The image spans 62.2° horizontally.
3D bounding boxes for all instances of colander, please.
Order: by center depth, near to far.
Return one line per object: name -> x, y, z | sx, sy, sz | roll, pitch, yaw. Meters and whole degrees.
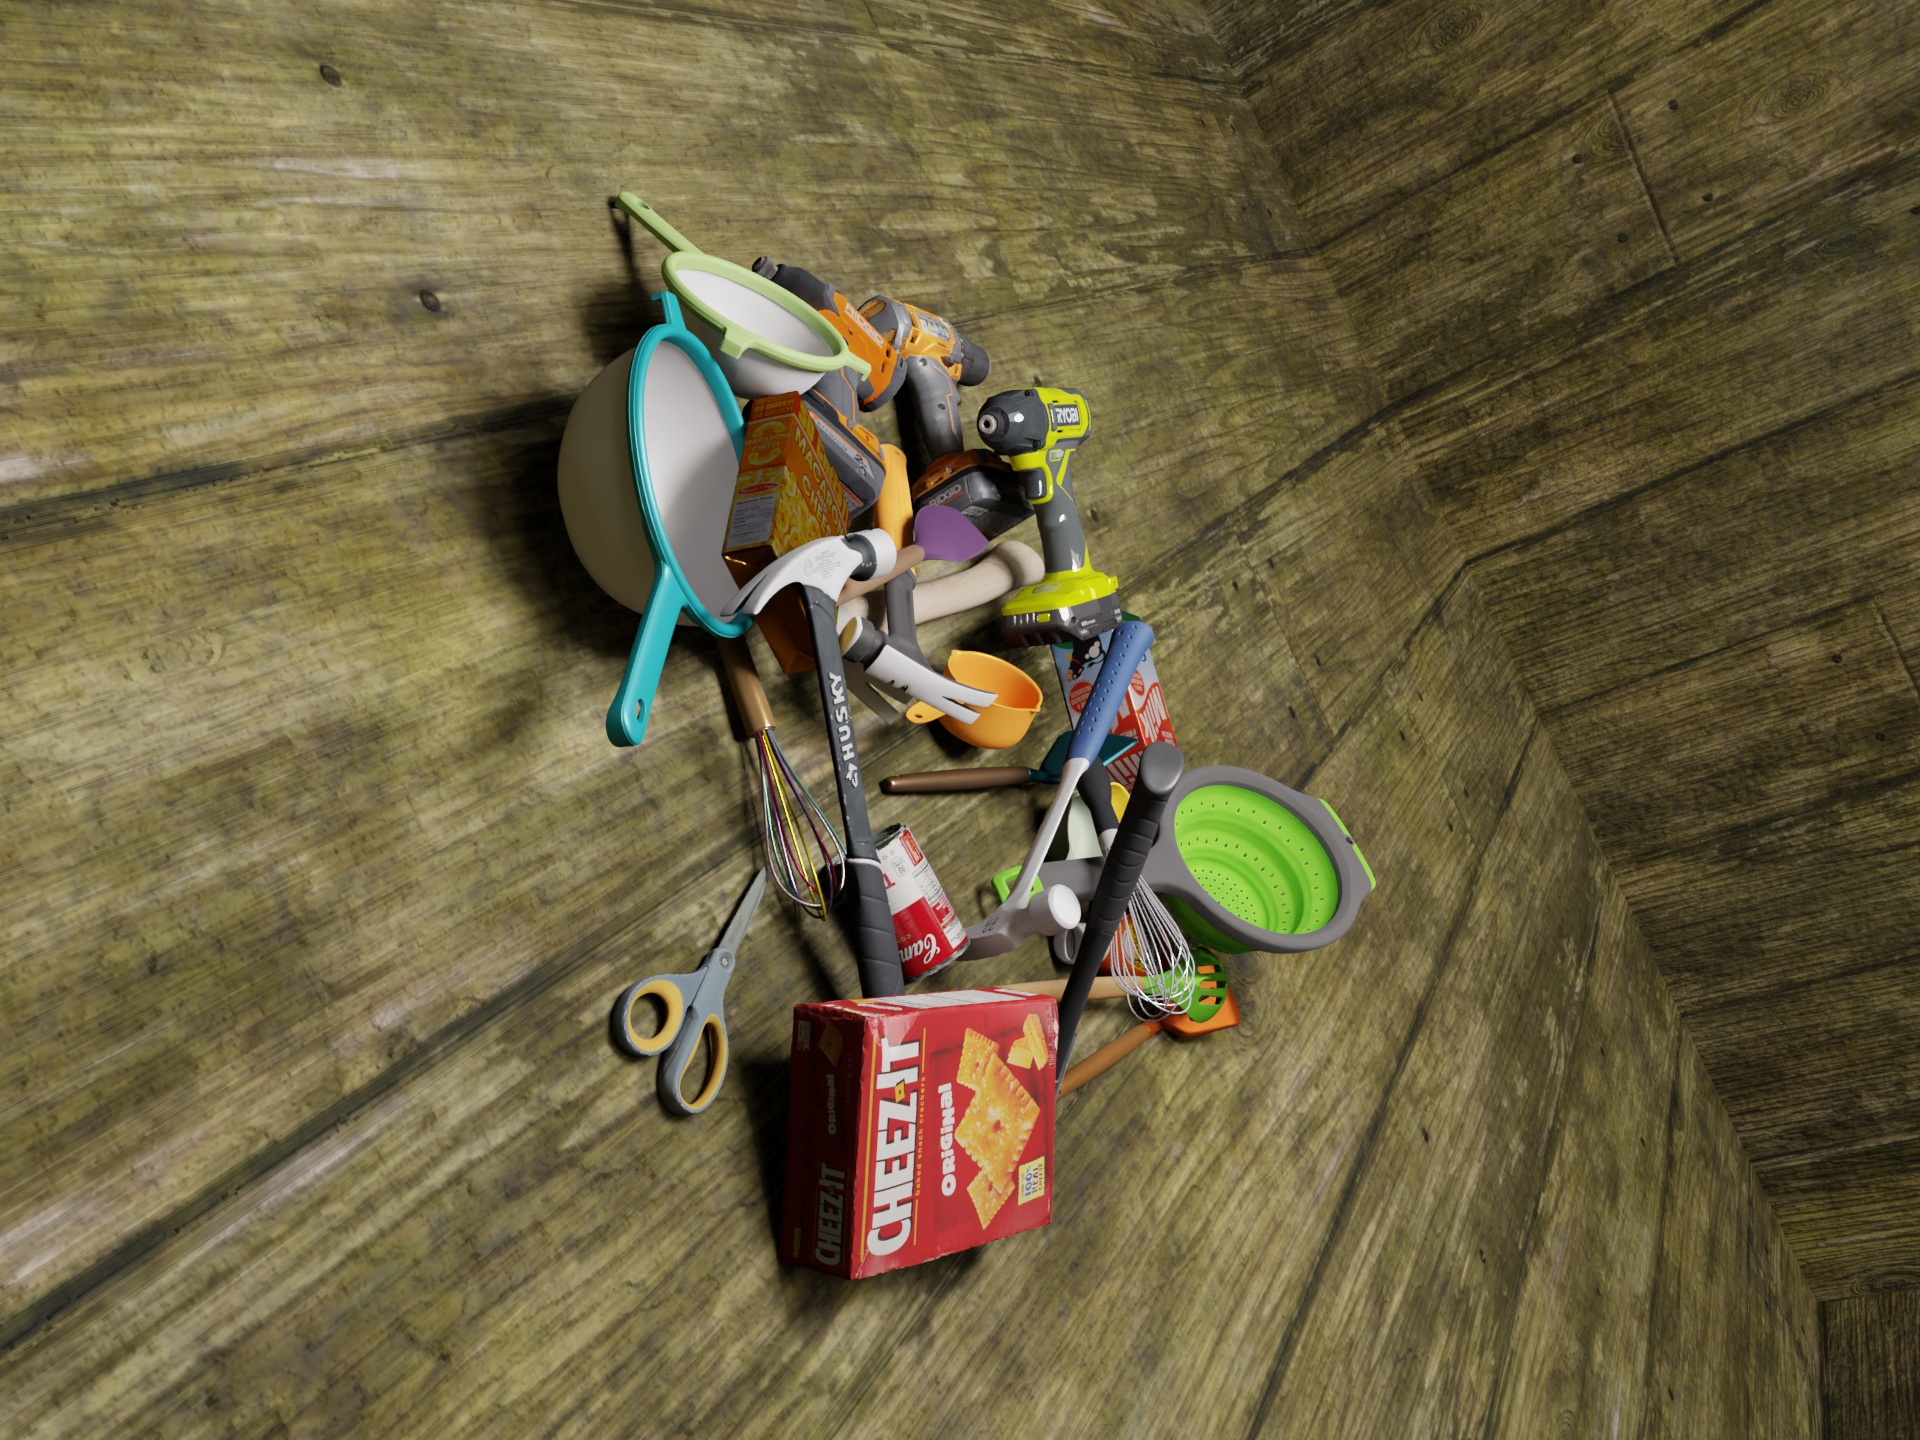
colander -> 0.187, 0.152, 1.428 | 0.397, 0.094, 0.205 | -3, 52, -31

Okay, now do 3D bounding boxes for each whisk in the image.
whisk -> -0.133, 0.027, 1.132 | 0.245, 0.051, 0.047 | 69, 14, 14
whisk -> 0.133, 0.127, 1.315 | 0.070, 0.070, 0.285 | 37, 26, -38

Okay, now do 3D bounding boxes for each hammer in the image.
hammer -> -0.072, 0.081, 1.084 | 0.149, 0.036, 0.409 | -22, 107, -51
hammer -> 0.101, 0.164, 1.186 | 0.035, 0.334, 0.146 | 19, 25, 4
hammer -> -0.045, -0.130, 1.298 | 0.127, 0.034, 0.337 | 28, 30, -25
hammer -> 0.088, 0.046, 1.328 | 0.035, 0.144, 0.406 | 49, 40, -18
hammer -> -0.012, -0.099, 1.374 | 0.146, 0.038, 0.410 | 46, 27, 9

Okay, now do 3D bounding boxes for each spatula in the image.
spatula -> -0.046, -0.126, 1.235 | 0.060, 0.018, 0.316 | 45, 26, 2
spatula -> 0.039, 0.037, 1.385 | 0.317, 0.082, 0.044 | -2, 98, -52
spatula -> 0.158, 0.280, 1.407 | 0.322, 0.041, 0.081 | -14, 79, -57

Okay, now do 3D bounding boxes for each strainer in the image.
strainer -> -0.215, -0.107, 1.029 | 0.341, 0.095, 0.210 | -85, 161, -43
strainer -> -0.197, -0.315, 1.211 | 0.257, 0.069, 0.151 | 44, 28, 27

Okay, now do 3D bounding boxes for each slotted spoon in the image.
slotted spoon -> 0.138, 0.233, 1.379 | 0.313, 0.031, 0.070 | 6, 80, -43

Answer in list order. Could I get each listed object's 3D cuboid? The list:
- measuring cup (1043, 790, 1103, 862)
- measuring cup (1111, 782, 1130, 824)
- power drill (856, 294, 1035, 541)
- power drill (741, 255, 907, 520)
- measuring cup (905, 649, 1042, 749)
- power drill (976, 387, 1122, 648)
measuring cup -> 0.084, 0.129, 1.411 | 0.083, 0.038, 0.168 | 59, 46, -24
measuring cup -> 0.130, 0.131, 1.490 | 0.062, 0.029, 0.157 | 40, 52, -38
power drill -> -0.003, -0.285, 1.513 | 0.185, 0.084, 0.226 | 2, 63, -58
power drill -> -0.125, -0.283, 1.326 | 0.164, 0.084, 0.227 | 41, 35, -31
measuring cup -> -0.002, -0.004, 1.326 | 0.095, 0.052, 0.173 | 36, 31, 20
power drill -> 0.073, -0.182, 1.411 | 0.171, 0.080, 0.223 | -23, 105, -61
